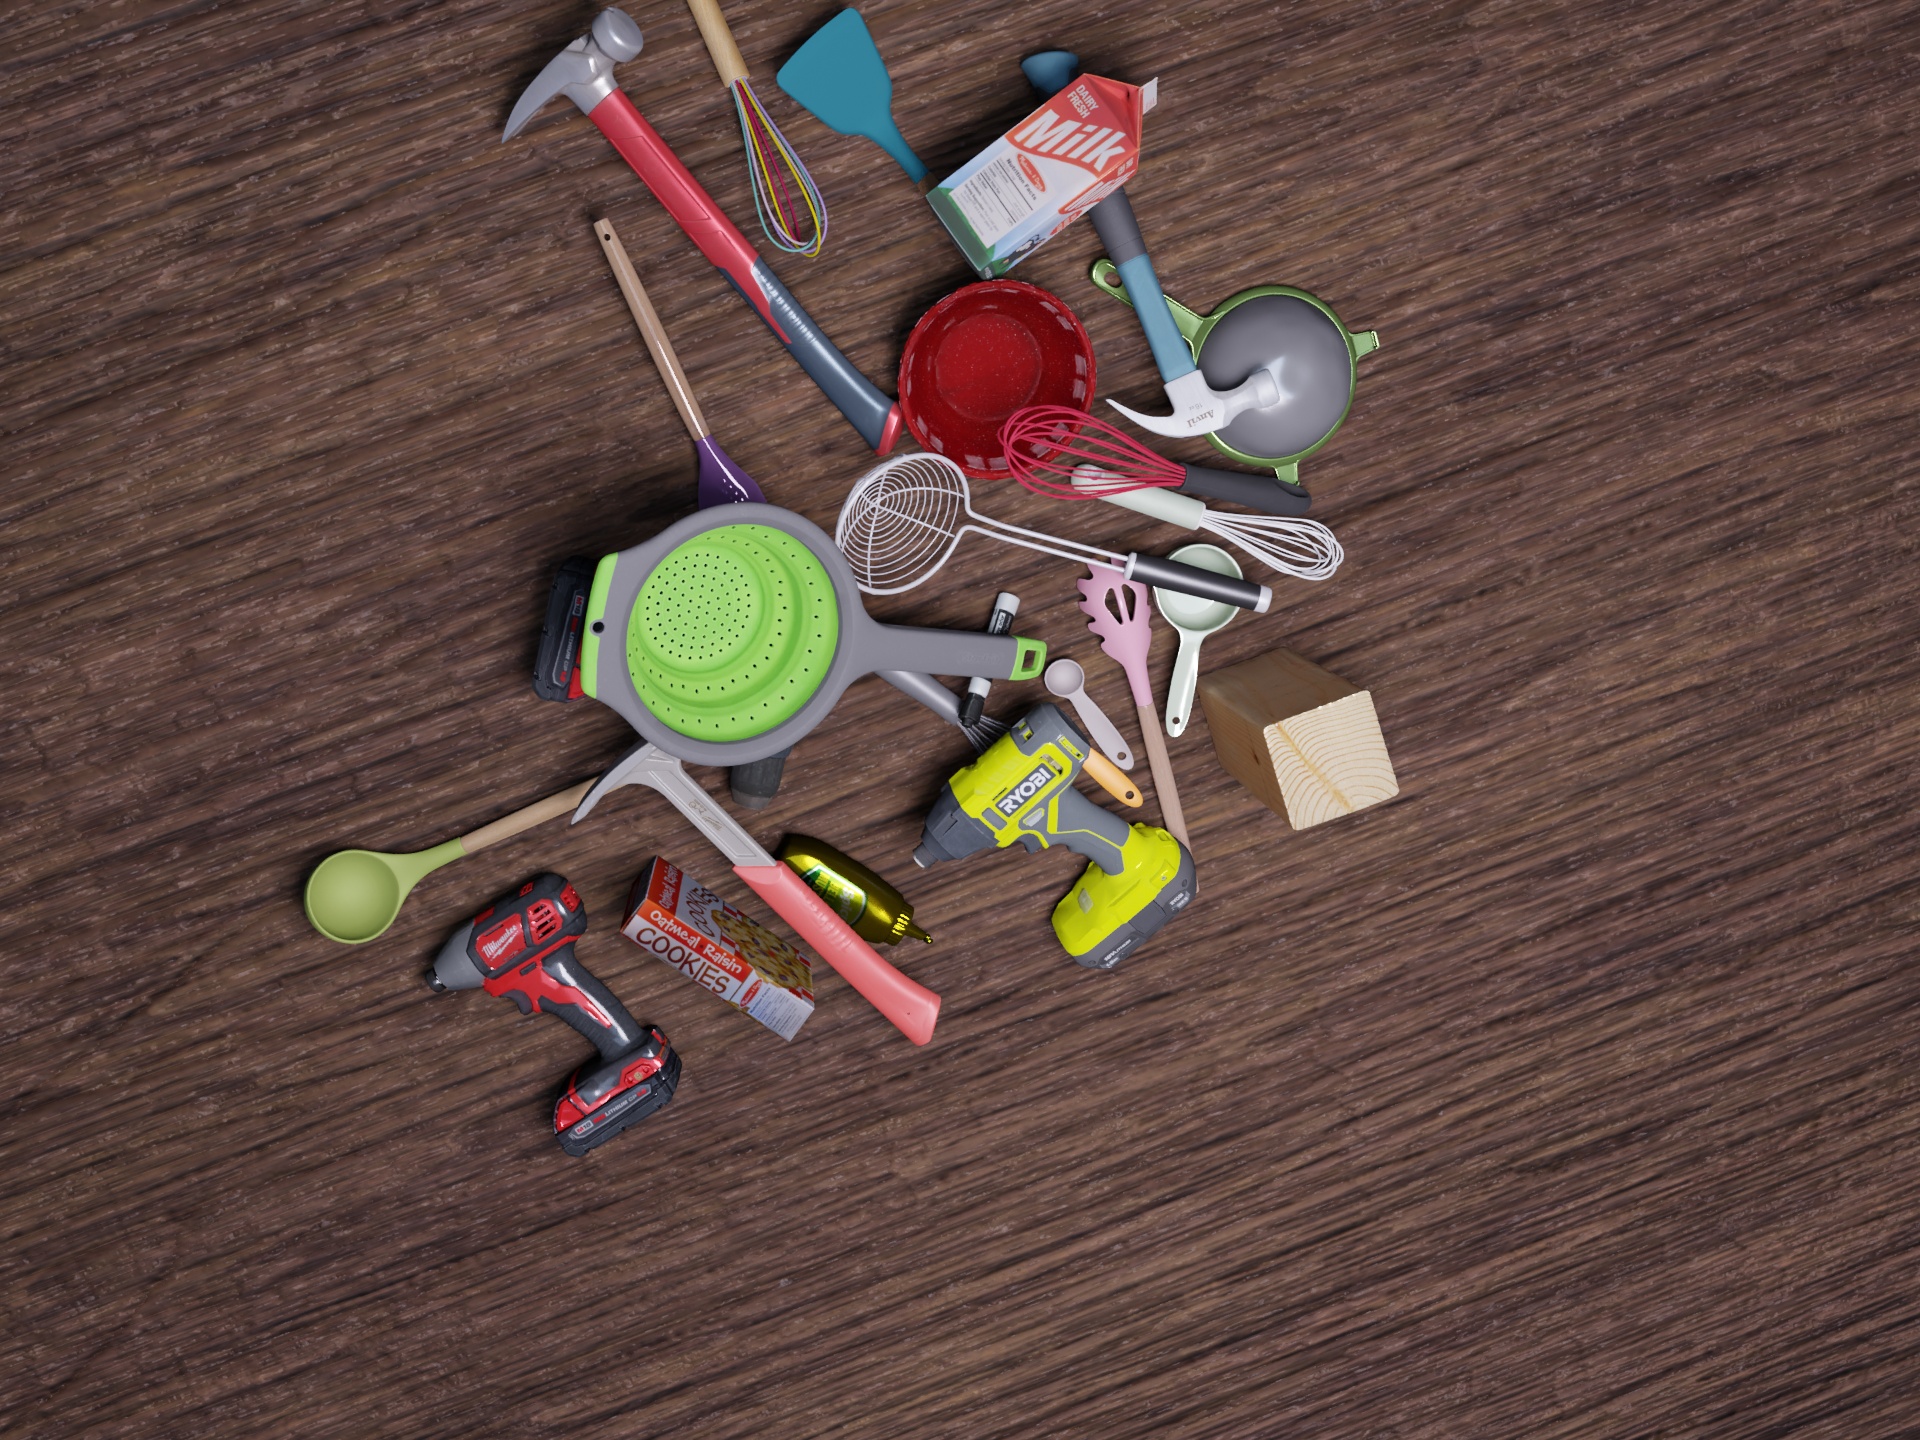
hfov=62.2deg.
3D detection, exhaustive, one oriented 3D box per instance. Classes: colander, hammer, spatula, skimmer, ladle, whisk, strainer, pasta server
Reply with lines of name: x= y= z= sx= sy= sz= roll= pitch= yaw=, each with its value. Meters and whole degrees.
colander: x=-0.116 y=-0.071 z=1.261 sx=0.396 sy=0.095 sz=0.204 roll=3 pitch=107 yaw=-31
hammer: x=-0.152 y=0.151 z=1.333 sx=0.149 sy=0.037 sz=0.358 roll=-37 pitch=109 yaw=16
spatula: x=-0.014 y=-0.414 z=1.278 sx=0.082 sy=0.044 sz=0.317 roll=-40 pitch=104 yaw=6
hammer: x=-0.188 y=-0.357 z=1.260 sx=0.143 sy=0.038 sz=0.386 roll=-28 pitch=114 yaw=34
spatula: x=-0.222 y=-0.252 z=1.288 sx=0.060 sy=0.018 sz=0.315 roll=-23 pitch=110 yaw=1
skimmer: x=0.080 y=-0.128 z=1.295 sx=0.363 sy=0.090 sz=0.127 roll=14 pitch=120 yaw=-4
ladle: x=-0.394 y=0.097 z=1.335 sx=0.320 sy=0.062 sz=0.078 roll=-24 pitch=102 yaw=-4
whisk: x=-0.003 y=-0.004 z=1.365 sx=0.239 sy=0.055 sz=0.055 roll=36 pitch=96 yaw=-8
strainer: x=0.222 y=-0.310 z=1.312 sx=0.256 sy=0.069 sz=0.151 roll=28 pitch=97 yaw=-13
hammer: x=0.134 y=-0.382 z=1.278 sx=0.128 sy=0.033 sz=0.331 roll=-23 pitch=93 yaw=11
whisk: x=-0.169 y=-0.480 z=1.251 sx=0.051 sy=0.047 sz=0.245 roll=-24 pitch=99 yaw=0
pasta server: x=0.166 y=0.008 z=1.396 sx=0.060 sy=0.040 sz=0.316 roll=-17 pitch=107 yaw=-3
whisk: x=0.163 y=-0.202 z=1.297 sx=0.295 sy=0.073 sz=0.073 roll=7 pitch=101 yaw=-24
whisk: x=0.210 y=-0.171 z=1.356 sx=0.246 sy=0.059 sz=0.058 roll=17 pitch=62 yaw=-6

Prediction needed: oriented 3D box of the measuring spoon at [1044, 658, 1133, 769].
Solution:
measuring spoon: x=0.115 y=-0.006 z=1.394 sx=0.034 sy=0.018 sz=0.124 roll=-33 pitch=110 yaw=13

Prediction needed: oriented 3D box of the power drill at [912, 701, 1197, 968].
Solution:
power drill: x=0.080 y=0.107 z=1.343 sx=0.171 sy=0.080 sz=0.223 roll=-42 pitch=121 yaw=9

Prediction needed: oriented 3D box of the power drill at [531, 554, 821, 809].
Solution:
power drill: x=-0.234 y=-0.033 z=1.317 sx=0.226 sy=0.080 sz=0.188 roll=12 pitch=100 yaw=-12

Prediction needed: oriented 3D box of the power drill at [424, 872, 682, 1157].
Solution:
power drill: x=-0.348 y=0.253 z=1.363 sx=0.143 sy=0.078 sz=0.219 roll=-31 pitch=100 yaw=0

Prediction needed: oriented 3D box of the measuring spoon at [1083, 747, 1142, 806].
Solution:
measuring spoon: x=0.118 y=0.039 z=1.402 sx=0.117 sy=0.011 sz=0.021 roll=41 pitch=95 yaw=-12

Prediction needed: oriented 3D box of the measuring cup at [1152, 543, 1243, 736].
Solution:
measuring cup: x=0.195 y=-0.070 z=1.374 sx=0.083 sy=0.038 sz=0.167 roll=8 pitch=100 yaw=-6
